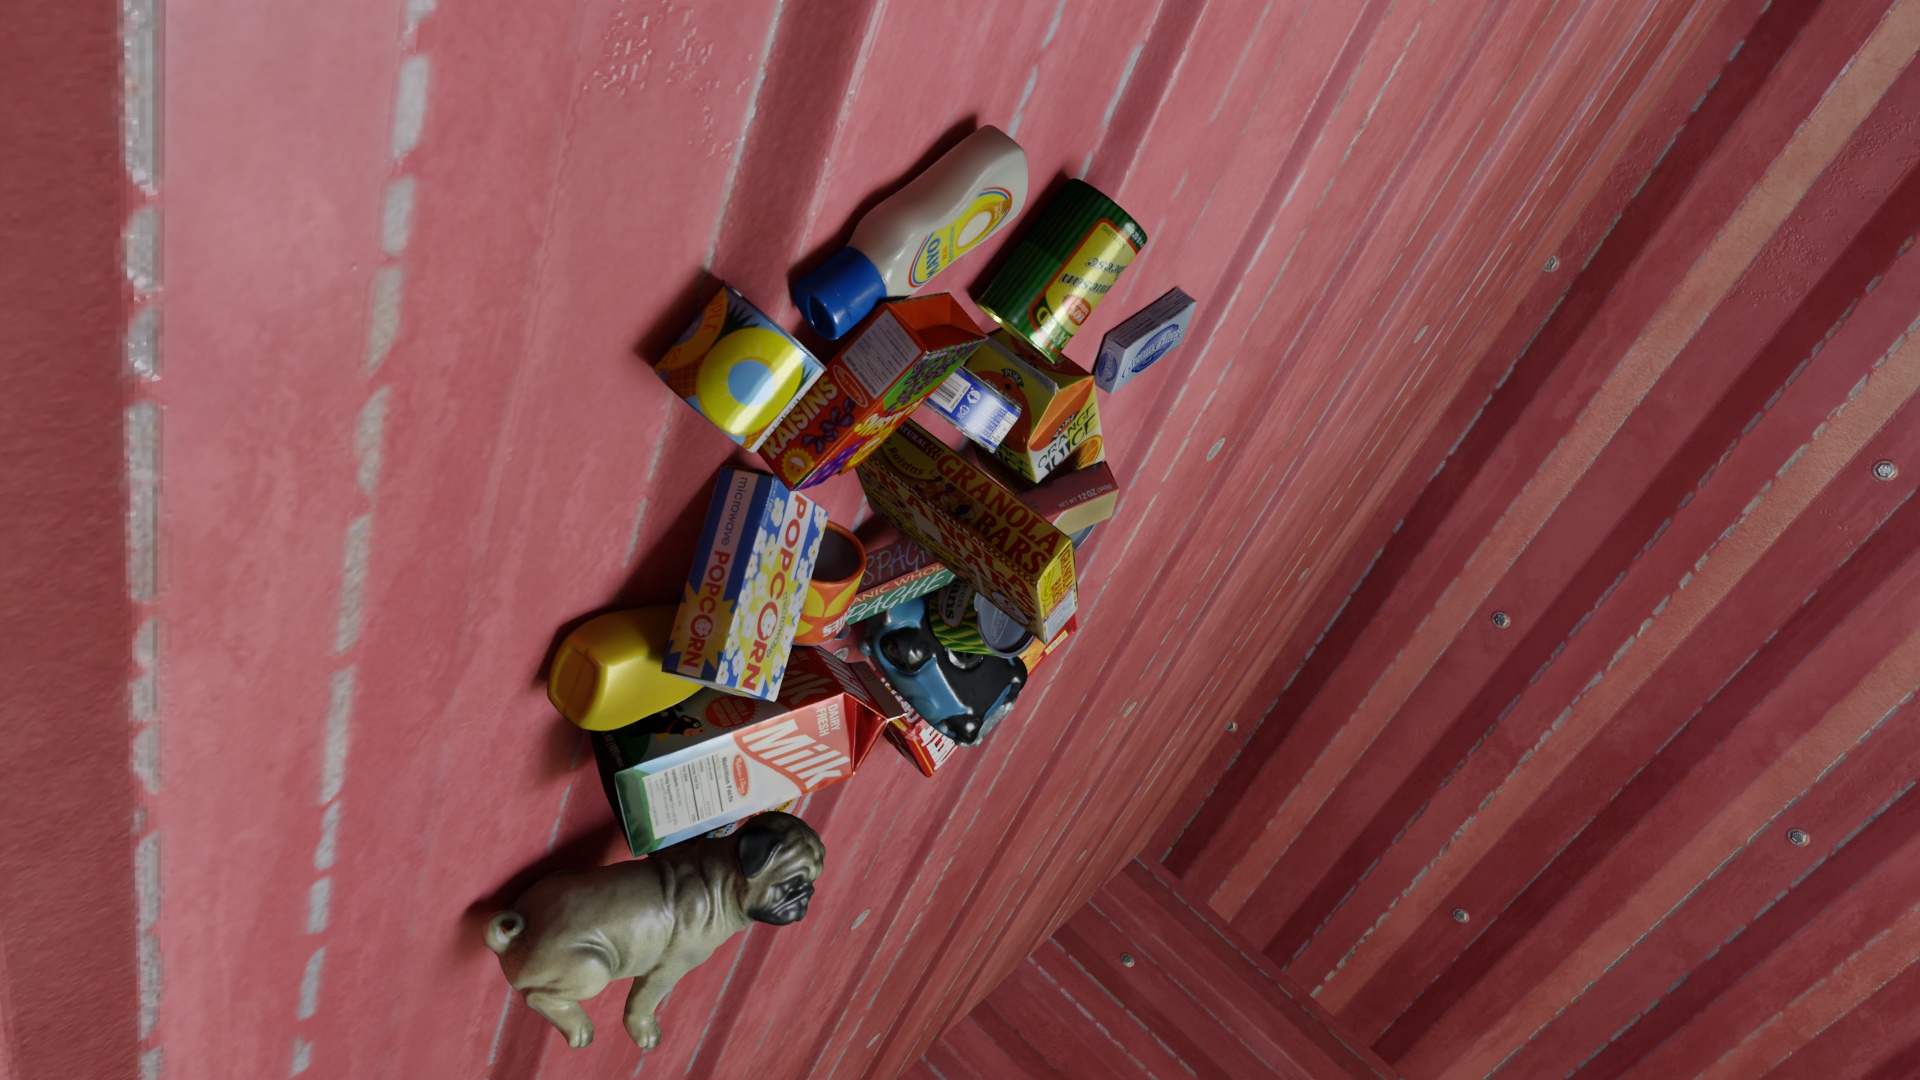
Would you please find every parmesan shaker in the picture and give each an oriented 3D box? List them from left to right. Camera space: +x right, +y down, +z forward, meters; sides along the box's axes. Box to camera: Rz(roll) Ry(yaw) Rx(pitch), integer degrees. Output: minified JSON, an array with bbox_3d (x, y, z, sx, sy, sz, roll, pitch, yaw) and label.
[{"bbox_3d":[0.065,-0.177,0.908,0.103,0.071,0.071,-52,160,5],"label":"parmesan shaker"}]

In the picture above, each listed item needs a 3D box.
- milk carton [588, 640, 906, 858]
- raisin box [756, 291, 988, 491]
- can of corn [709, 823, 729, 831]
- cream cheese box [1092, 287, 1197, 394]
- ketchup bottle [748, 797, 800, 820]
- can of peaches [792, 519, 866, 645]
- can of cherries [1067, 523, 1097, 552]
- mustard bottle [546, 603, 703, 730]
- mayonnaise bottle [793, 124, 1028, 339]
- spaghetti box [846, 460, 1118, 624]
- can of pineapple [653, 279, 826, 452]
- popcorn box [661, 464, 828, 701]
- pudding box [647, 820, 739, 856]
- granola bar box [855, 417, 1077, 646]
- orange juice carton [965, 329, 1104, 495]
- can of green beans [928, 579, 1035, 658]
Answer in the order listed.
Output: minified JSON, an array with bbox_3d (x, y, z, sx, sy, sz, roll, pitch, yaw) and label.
[{"bbox_3d":[-0.134,0.124,0.896,0.191,0.072,0.073,-17,125,-22],"label":"milk carton"},{"bbox_3d":[-0.051,-0.086,0.802,0.123,0.040,0.086,-42,175,26],"label":"raisin box"},{"bbox_3d":[-0.178,0.166,1.010,0.071,0.058,0.071,-42,159,-21],"label":"can of corn"},{"bbox_3d":[0.156,-0.170,1.176,0.104,0.024,0.053,-36,155,-34],"label":"cream cheese box"},{"bbox_3d":[-0.157,0.205,1.149,0.065,0.043,0.148,-38,157,-31],"label":"ketchup bottle"},{"bbox_3d":[-0.098,0.027,0.915,0.071,0.071,0.057,-29,150,-45],"label":"can of peaches"},{"bbox_3d":[0.083,-0.023,1.232,0.072,0.058,0.071,-41,158,-21],"label":"can of cherries"},{"bbox_3d":[-0.179,0.069,0.851,0.161,0.049,0.065,-14,135,-60],"label":"mustard bottle"},{"bbox_3d":[-0.026,-0.167,0.766,0.148,0.041,0.064,-42,162,-21],"label":"mayonnaise bottle"},{"bbox_3d":[-0.002,0.006,1.017,0.250,0.029,0.050,-22,157,-12],"label":"spaghetti box"},{"bbox_3d":[-0.112,-0.087,0.694,0.058,0.071,0.071,-50,160,0],"label":"can of pineapple"},{"bbox_3d":[-0.126,0.027,0.828,0.085,0.038,0.127,43,60,-68],"label":"popcorn box"},{"bbox_3d":[-0.202,0.212,1.056,0.084,0.050,0.030,-49,159,-2],"label":"pudding box"},{"bbox_3d":[0.003,-0.012,0.924,0.039,0.166,0.123,-48,160,-13],"label":"granola bar box"},{"bbox_3d":[0.052,-0.093,1.021,0.073,0.072,0.192,-48,160,-9],"label":"orange juice carton"},{"bbox_3d":[0.018,0.054,1.055,0.071,0.058,0.071,-2,92,-42],"label":"can of green beans"}]
